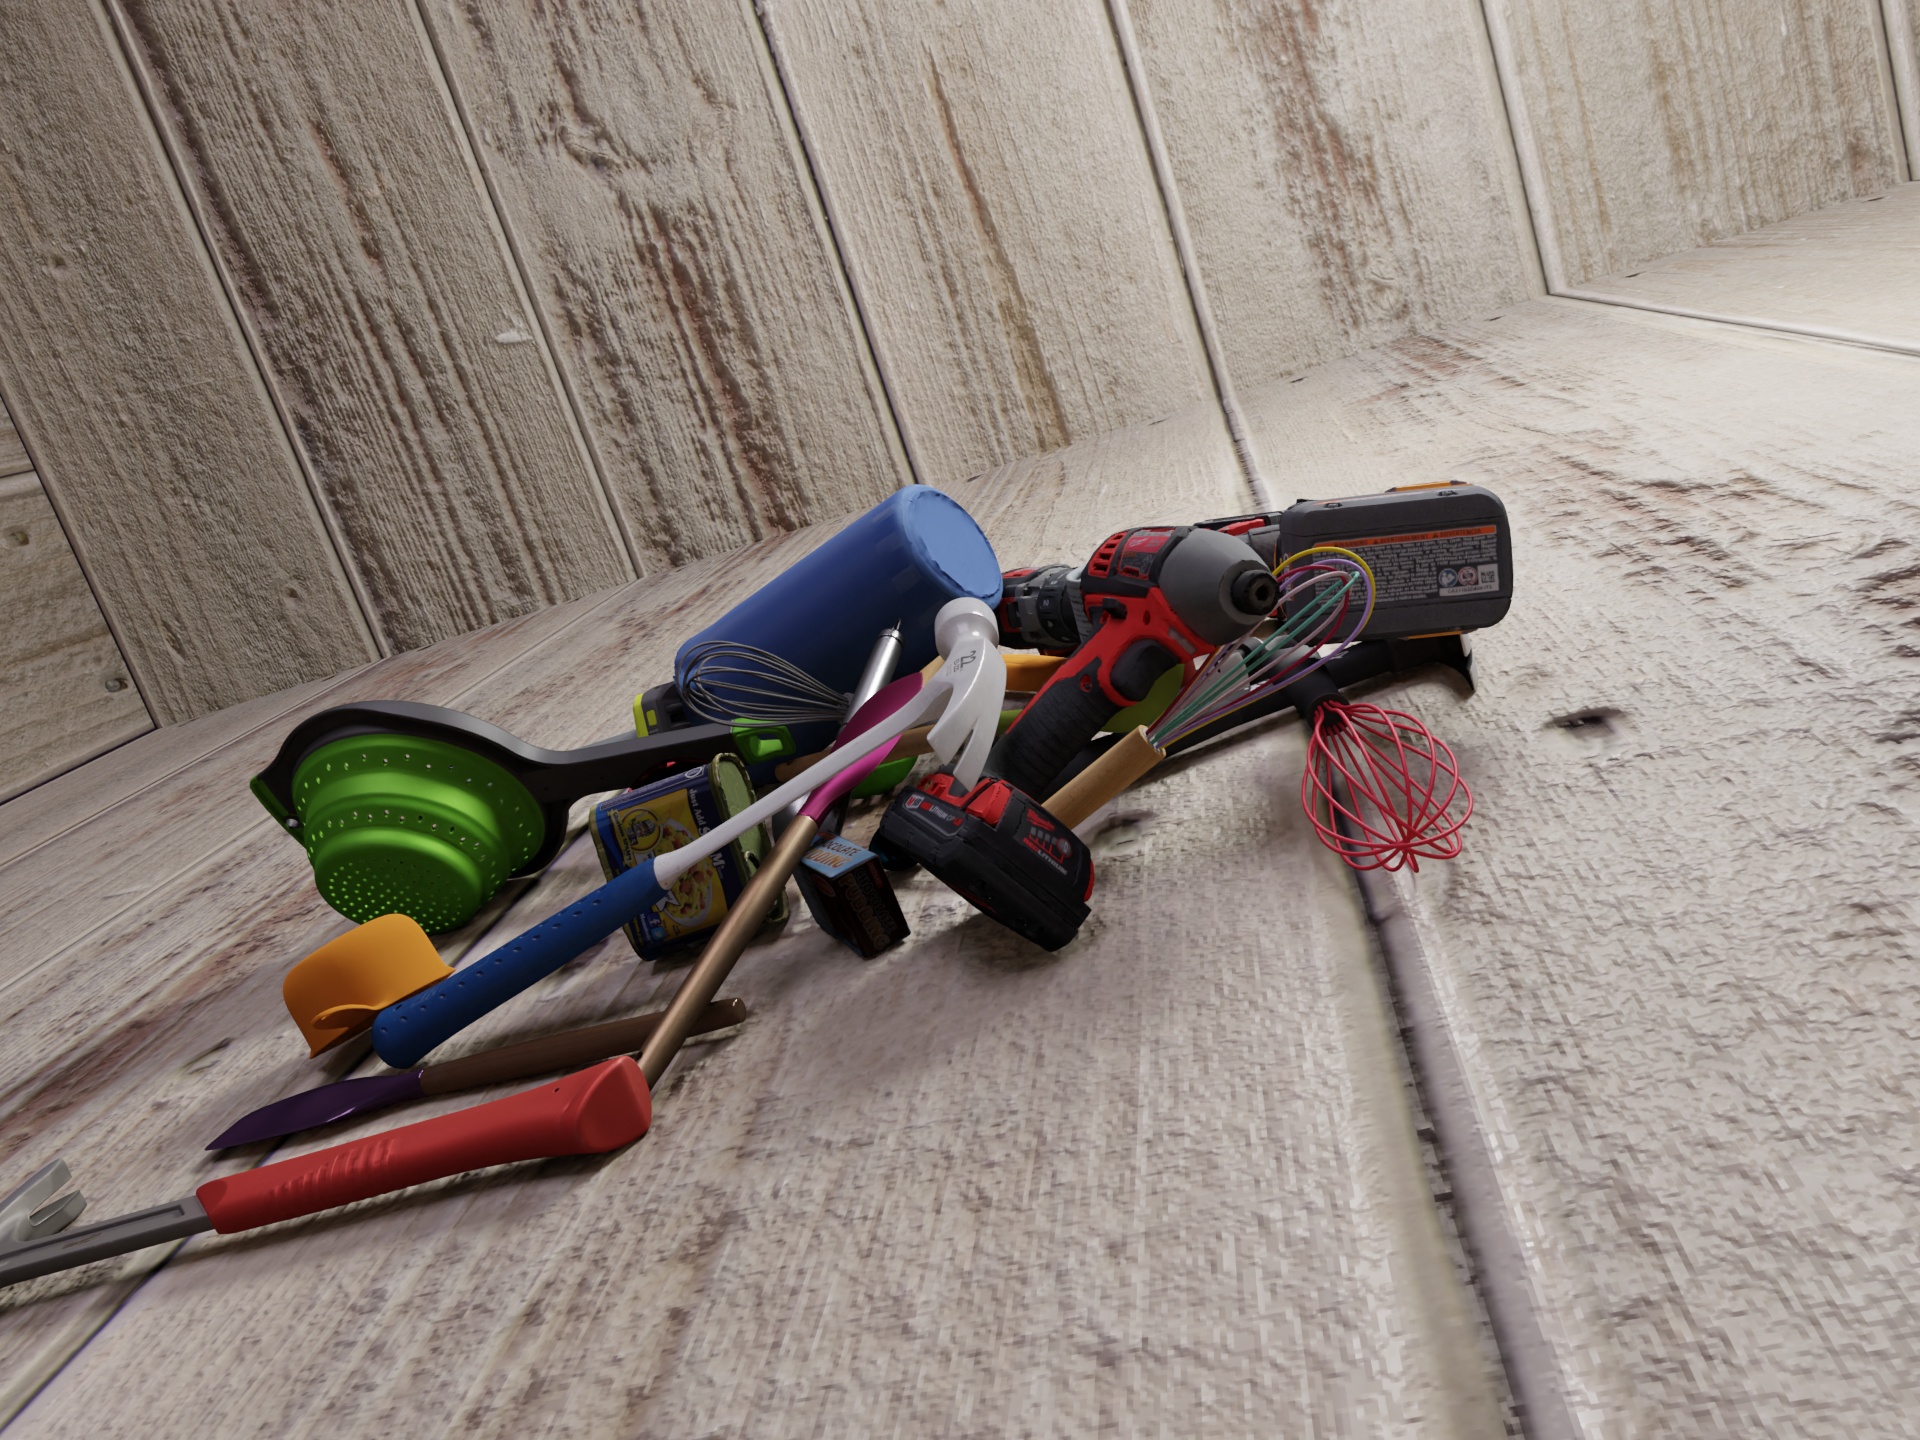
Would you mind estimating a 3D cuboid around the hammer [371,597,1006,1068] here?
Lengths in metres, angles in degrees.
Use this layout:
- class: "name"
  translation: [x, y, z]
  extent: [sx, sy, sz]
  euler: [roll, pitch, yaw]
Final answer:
- class: "hammer"
  translation: [-0.148, 0.077, 0.832]
  extent: [0.405, 0.035, 0.144]
  euler: [-32, 24, 14]

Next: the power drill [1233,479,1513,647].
- class: "power drill"
  translation: [0.221, -0.093, 0.946]
  extent: [0.185, 0.084, 0.226]
  euler: [-5, 7, 8]

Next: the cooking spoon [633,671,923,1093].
- class: "cooking spoon"
  translation: [-0.093, 0.072, 0.840]
  extent: [0.069, 0.017, 0.319]
  euler: [-24, 24, 39]

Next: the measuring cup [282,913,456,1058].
- class: "measuring cup"
  translation: [-0.348, 0.146, 0.898]
  extent: [0.095, 0.052, 0.173]
  euler: [-32, -4, -10]

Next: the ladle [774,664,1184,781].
- class: "ladle"
  translation: [-0.002, -0.003, 0.999]
  extent: [0.320, 0.062, 0.078]
  euler: [-13, 29, 35]

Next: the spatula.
- class: "spatula"
  translation: [-0.253, 0.182, 0.826]
  extent: [0.316, 0.018, 0.060]
  euler: [-15, 12, 16]

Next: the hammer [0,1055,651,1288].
- class: "hammer"
  translation: [-0.312, 0.214, 0.741]
  extent: [0.359, 0.036, 0.149]
  euler: [-17, 14, 8]

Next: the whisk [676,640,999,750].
- class: "whisk"
  translation: [-0.077, -0.010, 1.073]
  extent: [0.238, 0.055, 0.055]
  euler: [12, -2, -28]

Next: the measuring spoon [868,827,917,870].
- class: "measuring spoon"
  translation: [-0.003, 0.076, 0.905]
  extent: [0.129, 0.021, 0.042]
  euler: [5, 54, 48]

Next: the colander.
- class: "colander"
  translation: [-0.306, 0.071, 1.097]
  extent: [0.397, 0.204, 0.095]
  euler: [-10, 47, 12]

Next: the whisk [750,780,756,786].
- class: "whisk"
  translation: [-0.129, 0.002, 1.302]
  extent: [0.058, 0.059, 0.246]
  euler: [17, 32, 19]

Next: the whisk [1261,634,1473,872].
- class: "whisk"
  translation: [0.190, 0.003, 0.802]
  extent: [0.073, 0.073, 0.296]
  euler: [-17, 18, 6]

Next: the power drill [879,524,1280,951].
- class: "power drill"
  translation: [0.067, -0.003, 0.787]
  extent: [0.220, 0.078, 0.143]
  euler: [-53, 22, -8]

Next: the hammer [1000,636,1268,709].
- class: "hammer"
  translation: [0.076, -0.029, 1.176]
  extent: [0.127, 0.034, 0.337]
  euler: [-24, 15, -25]

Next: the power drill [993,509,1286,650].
- class: "power drill"
  translation: [0.142, -0.097, 1.157]
  extent: [0.226, 0.080, 0.188]
  euler: [-13, 8, -23]

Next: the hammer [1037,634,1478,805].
- class: "hammer"
  translation: [0.151, 0.001, 0.962]
  extent: [0.335, 0.035, 0.146]
  euler: [-20, 13, -7]

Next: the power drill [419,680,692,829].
- class: "power drill"
  translation: [-0.303, 0.036, 1.249]
  extent: [0.228, 0.080, 0.190]
  euler: [-16, -4, 8]

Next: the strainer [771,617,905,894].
- class: "strainer"
  translation: [-0.072, 0.017, 0.990]
  extent: [0.086, 0.050, 0.259]
  euler: [-57, 9, 42]

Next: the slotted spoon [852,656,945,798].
- class: "slotted spoon"
  translation: [-0.042, -0.004, 1.214]
  extent: [0.070, 0.031, 0.314]
  euler: [-14, 17, 15]

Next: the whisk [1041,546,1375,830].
- class: "whisk"
  translation: [0.116, -0.006, 0.840]
  extent: [0.245, 0.047, 0.051]
  euler: [-41, 14, 22]
